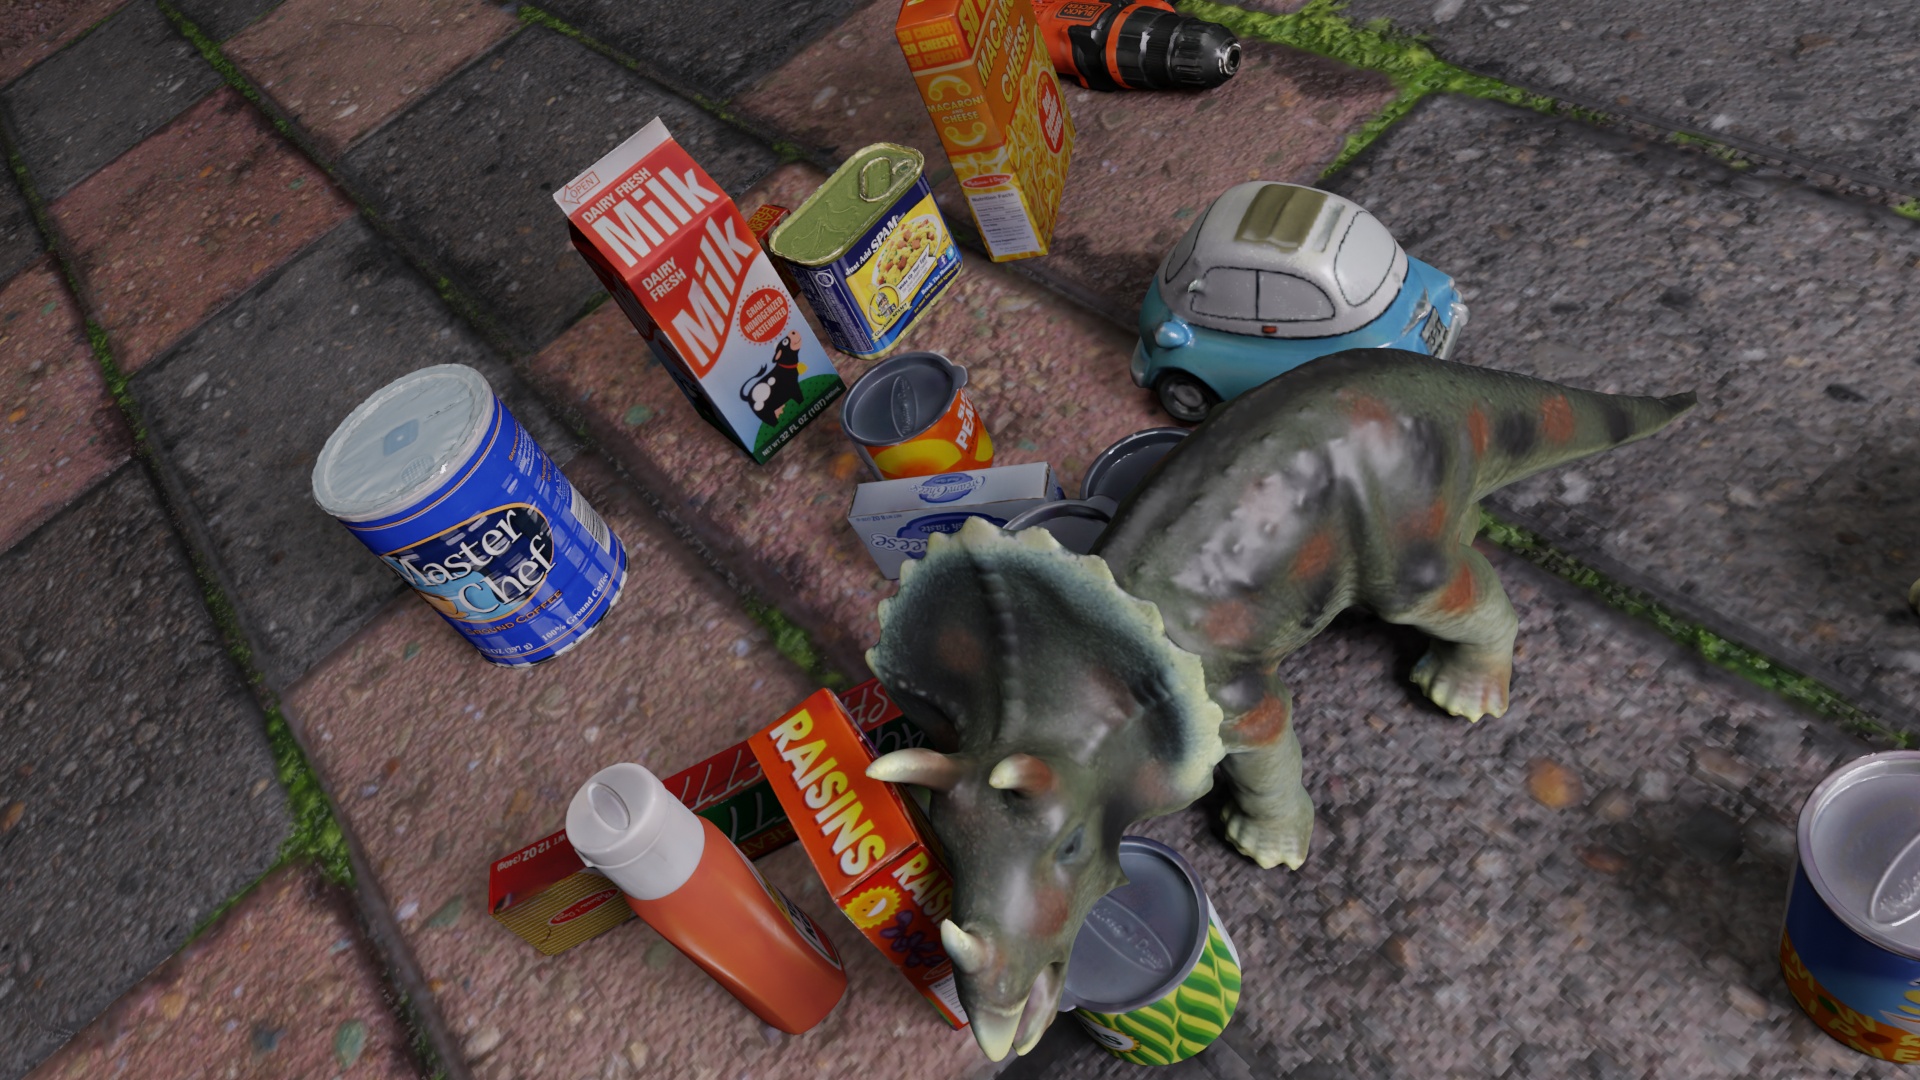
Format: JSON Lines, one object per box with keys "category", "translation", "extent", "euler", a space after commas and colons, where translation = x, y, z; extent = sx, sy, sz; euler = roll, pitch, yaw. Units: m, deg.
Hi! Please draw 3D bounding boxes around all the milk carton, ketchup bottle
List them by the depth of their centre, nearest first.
{"category": "ketchup bottle", "translation": [-0.098, 0.139, 0.539], "extent": [0.043, 0.148, 0.065], "euler": [-44, 47, -13]}
{"category": "milk carton", "translation": [-0.146, -0.138, 0.771], "extent": [0.072, 0.189, 0.073], "euler": [-43, 47, -12]}

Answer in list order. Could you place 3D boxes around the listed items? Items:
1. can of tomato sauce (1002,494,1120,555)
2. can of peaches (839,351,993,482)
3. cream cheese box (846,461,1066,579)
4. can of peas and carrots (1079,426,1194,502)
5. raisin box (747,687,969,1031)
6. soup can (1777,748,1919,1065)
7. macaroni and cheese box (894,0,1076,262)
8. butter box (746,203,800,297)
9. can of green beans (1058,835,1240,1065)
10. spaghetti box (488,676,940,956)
{"category": "can of tomato sauce", "translation": [0.054, 0.031, 0.604], "extent": [0.071, 0.082, 0.071], "euler": [-13, 48, 15]}
{"category": "can of peaches", "translation": [-0.020, -0.057, 0.734], "extent": [0.071, 0.057, 0.071], "euler": [-13, 47, 15]}
{"category": "cream cheese box", "translation": [0.002, -0.009, 0.684], "extent": [0.104, 0.053, 0.024], "euler": [-6, 50, 21]}
{"category": "can of peas and carrots", "translation": [0.097, -0.008, 0.635], "extent": [0.071, 0.058, 0.071], "euler": [-13, 47, 15]}
{"category": "raisin box", "translation": [-0.026, 0.124, 0.534], "extent": [0.040, 0.123, 0.086], "euler": [-34, 46, -5]}
{"category": "soup can", "translation": [0.289, 0.114, 0.419], "extent": [0.071, 0.083, 0.072], "euler": [-13, 48, 15]}
{"category": "macaroni and cheese box", "translation": [0.019, -0.269, 0.822], "extent": [0.040, 0.165, 0.124], "euler": [-4, 50, 23]}
{"category": "butter box", "translation": [-0.137, -0.161, 0.883], "extent": [0.024, 0.053, 0.104], "euler": [19, 62, 37]}
{"category": "can of green beans", "translation": [0.065, 0.152, 0.512], "extent": [0.071, 0.057, 0.071], "euler": [-13, 47, 15]}
{"category": "spaghetti box", "translation": [-0.089, 0.114, 0.624], "extent": [0.250, 0.050, 0.029], "euler": [-26, 45, 3]}
